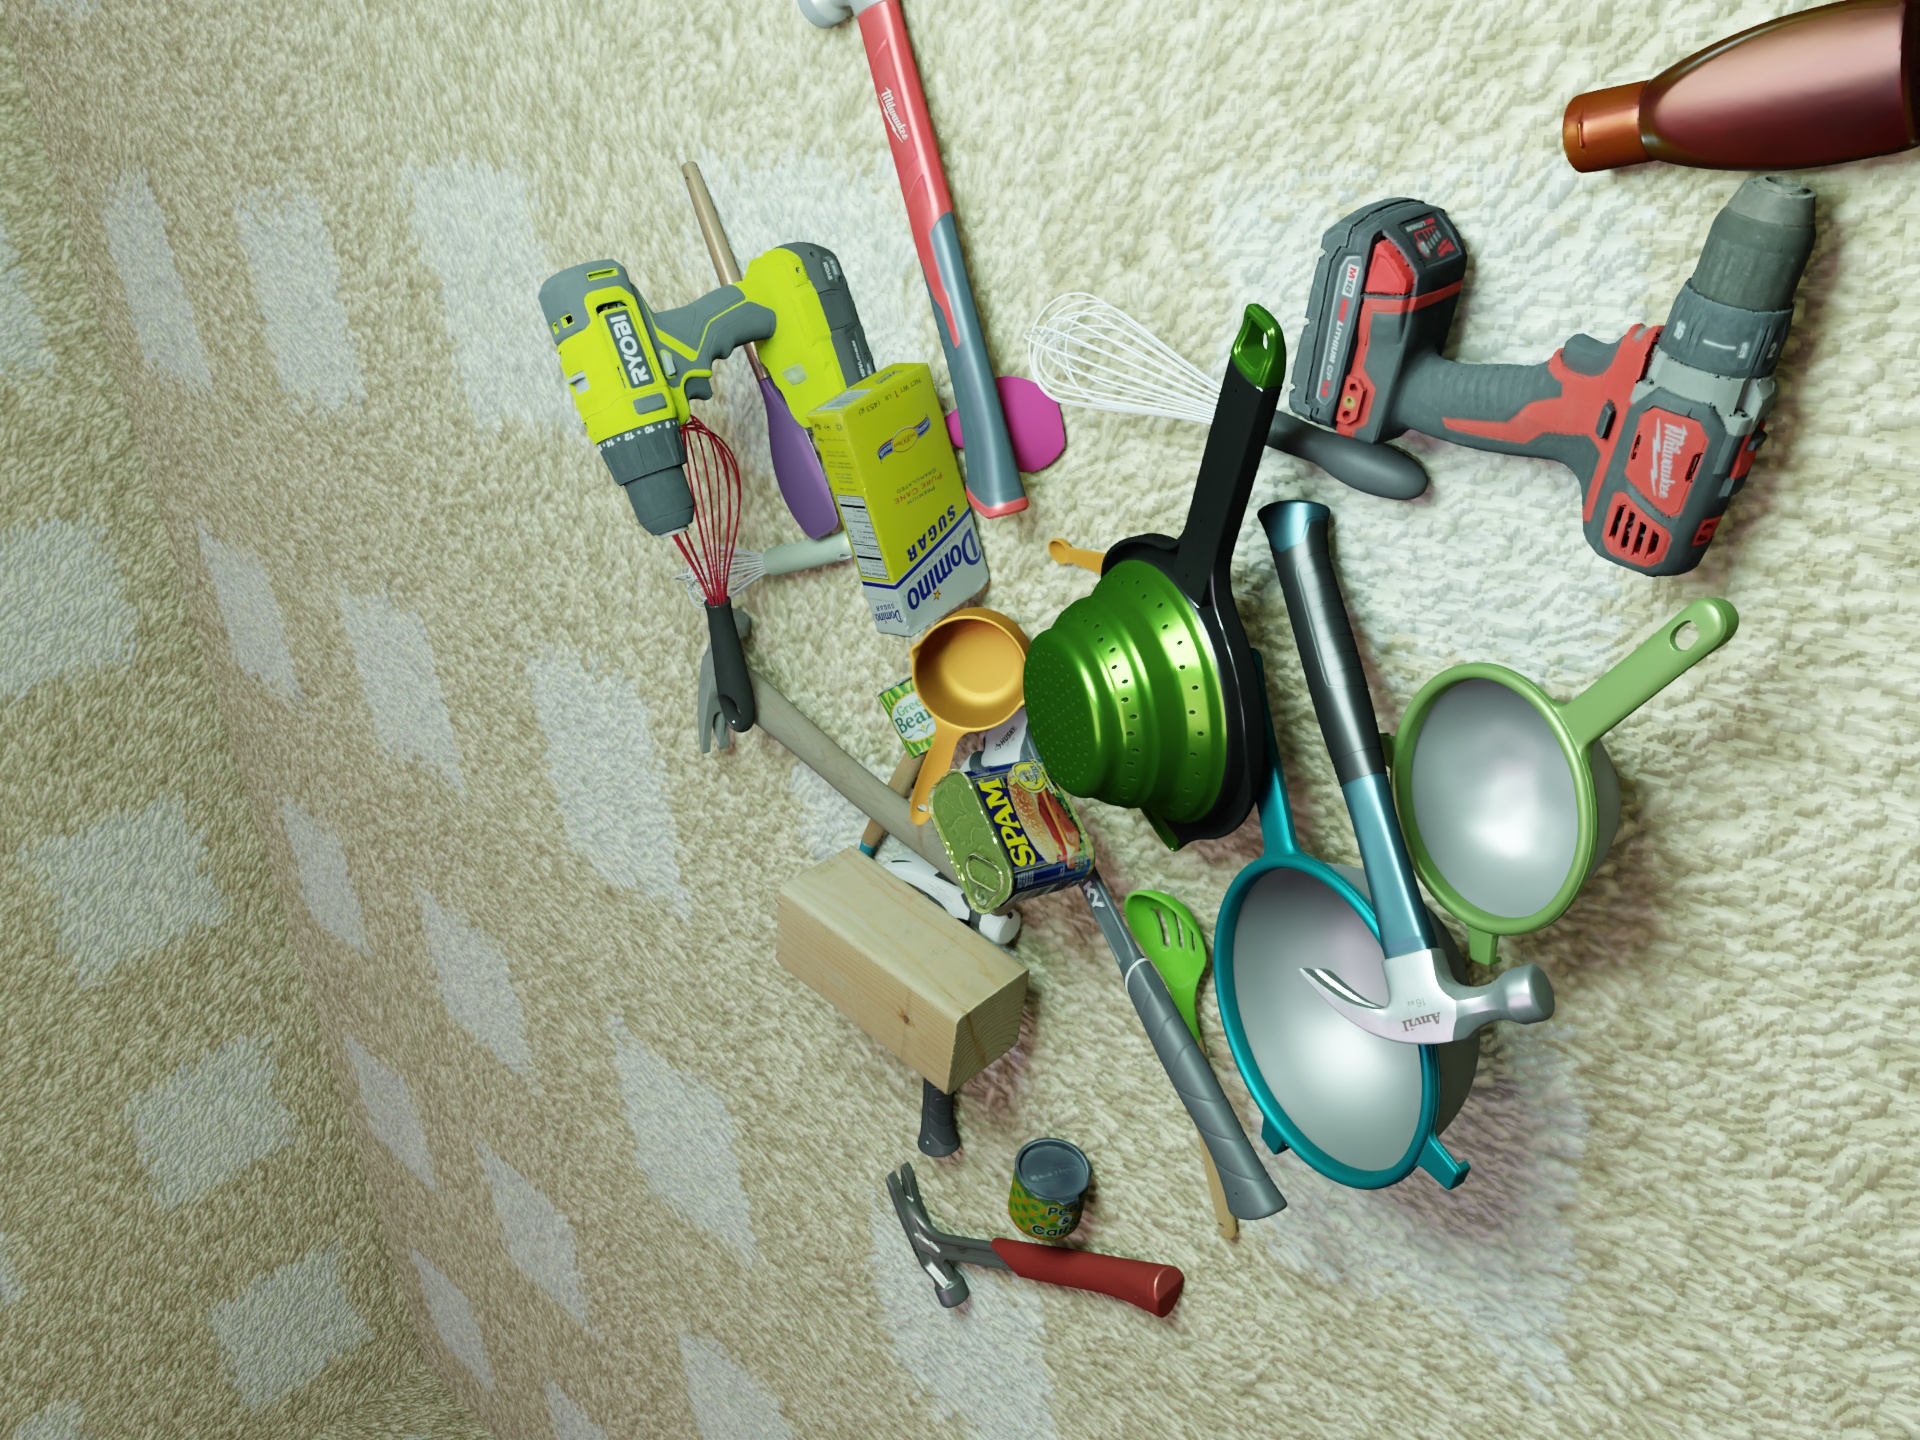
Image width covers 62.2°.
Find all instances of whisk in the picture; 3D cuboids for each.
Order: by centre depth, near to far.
[{"bbox_3d":[0.153,-0.190,0.961,0.285,0.070,0.070,30,131,30],"label":"whisk"},{"bbox_3d":[-0.208,-0.118,1.341,0.073,0.073,0.295,22,130,40],"label":"whisk"},{"bbox_3d":[-0.165,-0.136,1.363,0.246,0.057,0.059,-6,79,46],"label":"whisk"}]

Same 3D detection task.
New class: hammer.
[{"bbox_3d":[0.228,0.021,0.909,0.128,0.033,0.331,-25,67,36],"label":"hammer"},{"bbox_3d":[-0.006,-0.328,1.060,0.143,0.038,0.386,-5,103,49],"label":"hammer"},{"bbox_3d":[0.122,0.164,1.144,0.149,0.036,0.409,-52,57,46],"label":"hammer"},{"bbox_3d":[-0.099,0.054,1.362,0.411,0.038,0.146,36,128,37],"label":"hammer"},{"bbox_3d":[-0.019,0.267,1.432,0.146,0.035,0.334,30,131,35],"label":"hammer"},{"bbox_3d":[0.064,0.489,1.461,0.359,0.036,0.149,-15,99,52],"label":"hammer"}]

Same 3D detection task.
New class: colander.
[{"bbox_3d":[0.110,-0.069,0.967,0.396,0.094,0.205,98,151,-45],"label":"colander"}]

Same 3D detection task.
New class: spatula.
[{"bbox_3d":[-0.165,-0.296,1.273,0.060,0.018,0.316,-19,91,49],"label":"spatula"},{"bbox_3d":[-0.079,0.096,1.396,0.082,0.044,0.317,52,140,21],"label":"spatula"}]

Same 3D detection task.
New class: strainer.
[{"bbox_3d":[0.331,0.013,0.843,0.256,0.069,0.152,-57,46,52],"label":"strainer"},{"bbox_3d":[0.243,0.116,1.006,0.211,0.095,0.340,-19,82,66],"label":"strainer"}]

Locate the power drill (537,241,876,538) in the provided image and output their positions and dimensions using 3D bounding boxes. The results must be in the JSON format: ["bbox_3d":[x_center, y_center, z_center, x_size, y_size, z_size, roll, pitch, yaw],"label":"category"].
[{"bbox_3d":[-0.176,-0.249,1.160,0.080,0.228,0.190,-9,104,51],"label":"power drill"}]

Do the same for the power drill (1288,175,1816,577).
[{"bbox_3d":[0.289,-0.193,0.784,0.227,0.080,0.187,31,132,31],"label":"power drill"}]

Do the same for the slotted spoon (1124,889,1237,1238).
[{"bbox_3d":[0.178,0.263,1.209,0.070,0.031,0.313,8,118,47],"label":"slotted spoon"}]

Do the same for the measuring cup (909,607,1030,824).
[{"bbox_3d":[-0.002,-0.004,1.199,0.095,0.052,0.173,22,111,4],"label":"measuring cup"}]

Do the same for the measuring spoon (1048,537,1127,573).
[{"bbox_3d":[0.108,-0.108,1.094,0.117,0.011,0.021,20,135,38],"label":"measuring spoon"}]

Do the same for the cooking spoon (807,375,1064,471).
[{"bbox_3d":[-0.041,-0.214,1.196,0.319,0.017,0.068,6,115,47],"label":"cooking spoon"}]
